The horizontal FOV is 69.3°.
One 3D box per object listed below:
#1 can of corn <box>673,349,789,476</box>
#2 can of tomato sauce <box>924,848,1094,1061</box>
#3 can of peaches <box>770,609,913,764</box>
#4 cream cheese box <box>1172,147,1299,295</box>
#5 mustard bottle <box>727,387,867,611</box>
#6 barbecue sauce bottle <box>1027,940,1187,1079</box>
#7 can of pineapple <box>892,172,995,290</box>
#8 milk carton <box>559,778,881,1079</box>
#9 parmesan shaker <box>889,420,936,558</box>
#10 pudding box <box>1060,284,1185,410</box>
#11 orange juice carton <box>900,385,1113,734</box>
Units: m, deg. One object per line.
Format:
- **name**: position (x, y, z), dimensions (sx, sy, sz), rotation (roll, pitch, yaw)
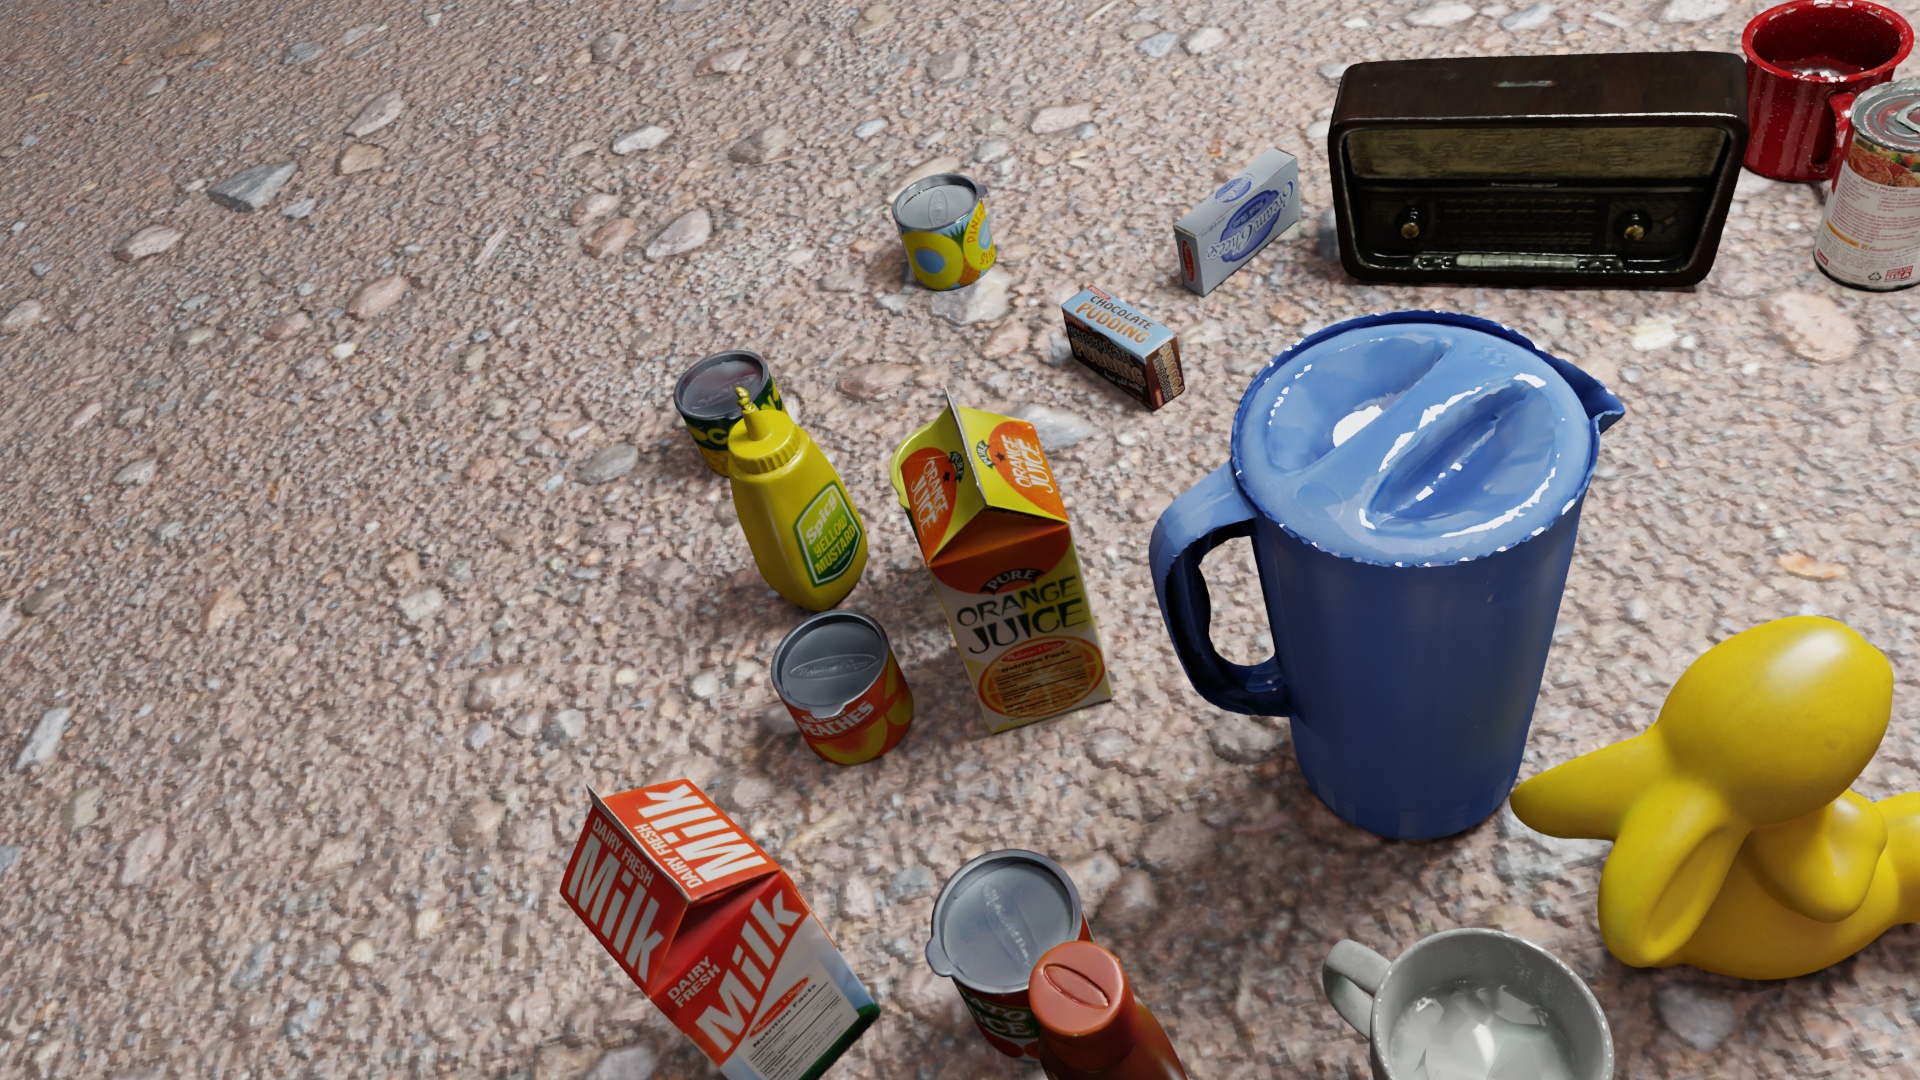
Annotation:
- **can of corn**: position (-0.150, -0.084, 0.934), dimensions (0.071, 0.058, 0.071), rotation (-9, 48, 10)
- **can of tomato sauce**: position (0.027, 0.189, 0.625), dimensions (0.071, 0.082, 0.071), rotation (-9, 48, 10)
- **can of peaches**: position (-0.064, 0.083, 0.763), dimensions (0.071, 0.057, 0.071), rotation (-9, 48, 10)
- **cream cheese box**: position (0.191, -0.219, 0.953), dimensions (0.104, 0.053, 0.024), rotation (-40, 51, -18)
- **mustard bottle**: position (-0.100, -0.026, 0.800), dimensions (0.049, 0.159, 0.065), rotation (20, 59, 31)
- **barbecue sauce bottle**: position (0.059, 0.207, 0.556), dimensions (0.065, 0.147, 0.044), rotation (23, 60, 32)
- **can of pineapple**: position (-0.010, -0.226, 1.016), dimensions (0.071, 0.057, 0.071), rotation (-9, 48, 10)
- **milk carton**: position (-0.107, 0.173, 0.607), dimensions (0.074, 0.189, 0.072), rotation (-42, 51, -20)
- **parmesan shaker**: position (0.003, -0.010, 0.793), dimensions (0.071, 0.102, 0.072), rotation (-9, 48, 10)
- **pudding box**: position (0.105, -0.126, 0.900), dimensions (0.030, 0.049, 0.084), rotation (-37, 50, -15)
- **orange juice carton**: position (0.022, 0.011, 0.708), dimensions (0.073, 0.191, 0.072), rotation (-17, 47, 2)
